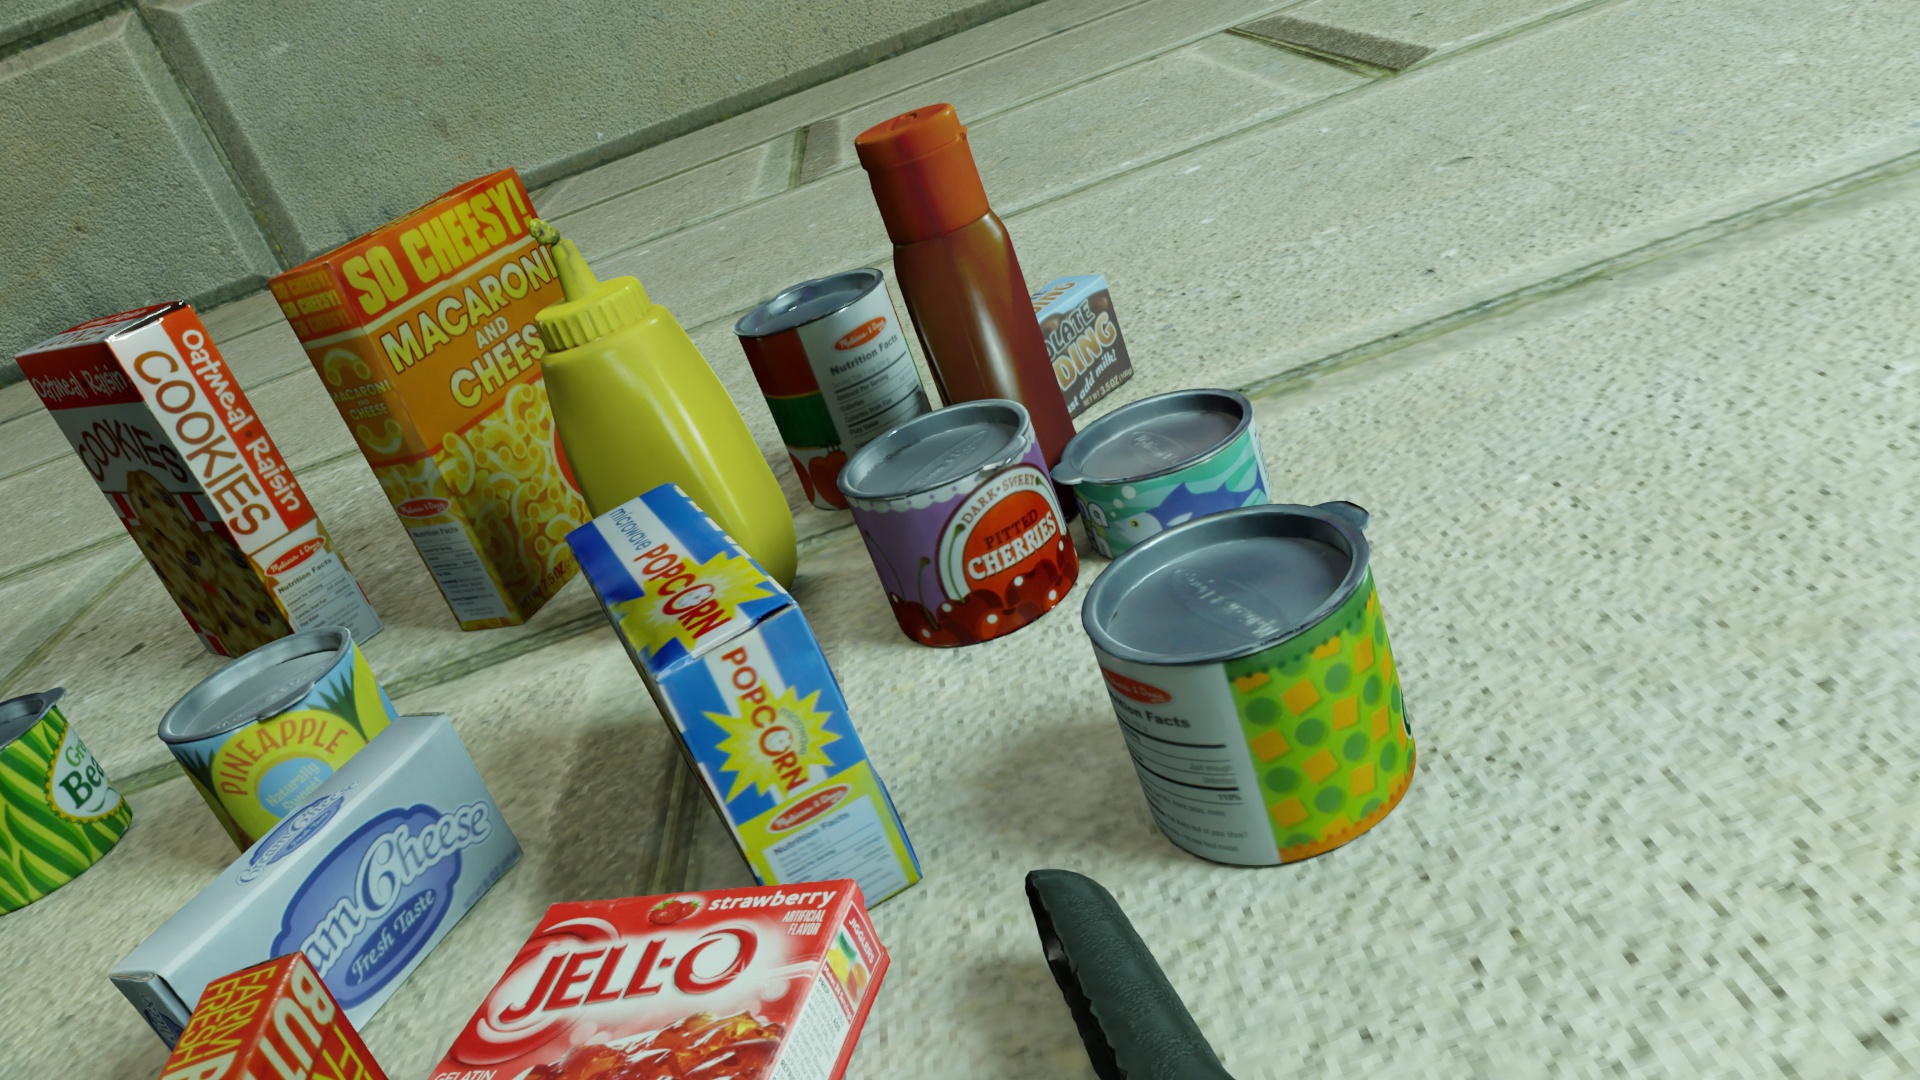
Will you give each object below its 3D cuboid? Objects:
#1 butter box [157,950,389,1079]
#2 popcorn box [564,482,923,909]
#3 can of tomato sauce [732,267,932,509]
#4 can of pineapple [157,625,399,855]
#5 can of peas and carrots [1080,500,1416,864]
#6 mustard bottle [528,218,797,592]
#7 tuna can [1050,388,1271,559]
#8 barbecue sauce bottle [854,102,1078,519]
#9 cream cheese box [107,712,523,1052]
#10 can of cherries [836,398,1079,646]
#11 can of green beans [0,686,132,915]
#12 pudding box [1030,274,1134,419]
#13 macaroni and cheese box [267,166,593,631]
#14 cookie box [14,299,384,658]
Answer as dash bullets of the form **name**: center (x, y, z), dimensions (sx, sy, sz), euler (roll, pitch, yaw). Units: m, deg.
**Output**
- **butter box**: center (-0.147, 0.138, 0.282), dimensions (0.024, 0.053, 0.104), euler (-21, 24, 1)
- **popcorn box**: center (-0.063, 0.041, 0.380), dimensions (0.038, 0.085, 0.127), euler (-28, 25, -15)
- **can of tomato sauce**: center (-0.051, -0.065, 0.592), dimensions (0.071, 0.082, 0.071), euler (-17, 24, 8)
- **can of pineapple**: center (-0.228, 0.072, 0.478), dimensions (0.071, 0.057, 0.071), euler (-17, 24, 8)
- **can of peas and carrots**: center (0.070, 0.031, 0.326), dimensions (0.071, 0.058, 0.071), euler (-17, 24, 8)
- **mustard bottle**: center (-0.113, -0.043, 0.503), dimensions (0.065, 0.159, 0.049), euler (-12, 25, 19)
- **tuna can**: center (0.068, -0.022, 0.470), dimensions (0.071, 0.032, 0.071), euler (-17, 24, 8)
- **barbecue sauce bottle**: center (0.005, -0.079, 0.497), dimensions (0.043, 0.148, 0.065), euler (-16, 24, 11)
- **cream cheese box**: center (-0.169, 0.099, 0.380), dimensions (0.024, 0.053, 0.104), euler (-6, 28, 30)
- **can of cherries**: center (0.002, -0.006, 0.458), dimensions (0.071, 0.058, 0.072), euler (-17, 24, 8)
- **can of green beans**: center (-0.361, 0.100, 0.525), dimensions (0.071, 0.057, 0.071), euler (-17, 24, 8)
- **pudding box**: center (0.031, -0.073, 0.586), dimensions (0.084, 0.049, 0.030), euler (-36, 28, -31)
- **macaroni and cheese box**: center (-0.208, -0.063, 0.612), dimensions (0.040, 0.165, 0.124), euler (-8, 27, 27)
- **cookie box**: center (-0.348, -0.023, 0.637), dimensions (0.123, 0.166, 0.040), euler (2, 33, 41)
